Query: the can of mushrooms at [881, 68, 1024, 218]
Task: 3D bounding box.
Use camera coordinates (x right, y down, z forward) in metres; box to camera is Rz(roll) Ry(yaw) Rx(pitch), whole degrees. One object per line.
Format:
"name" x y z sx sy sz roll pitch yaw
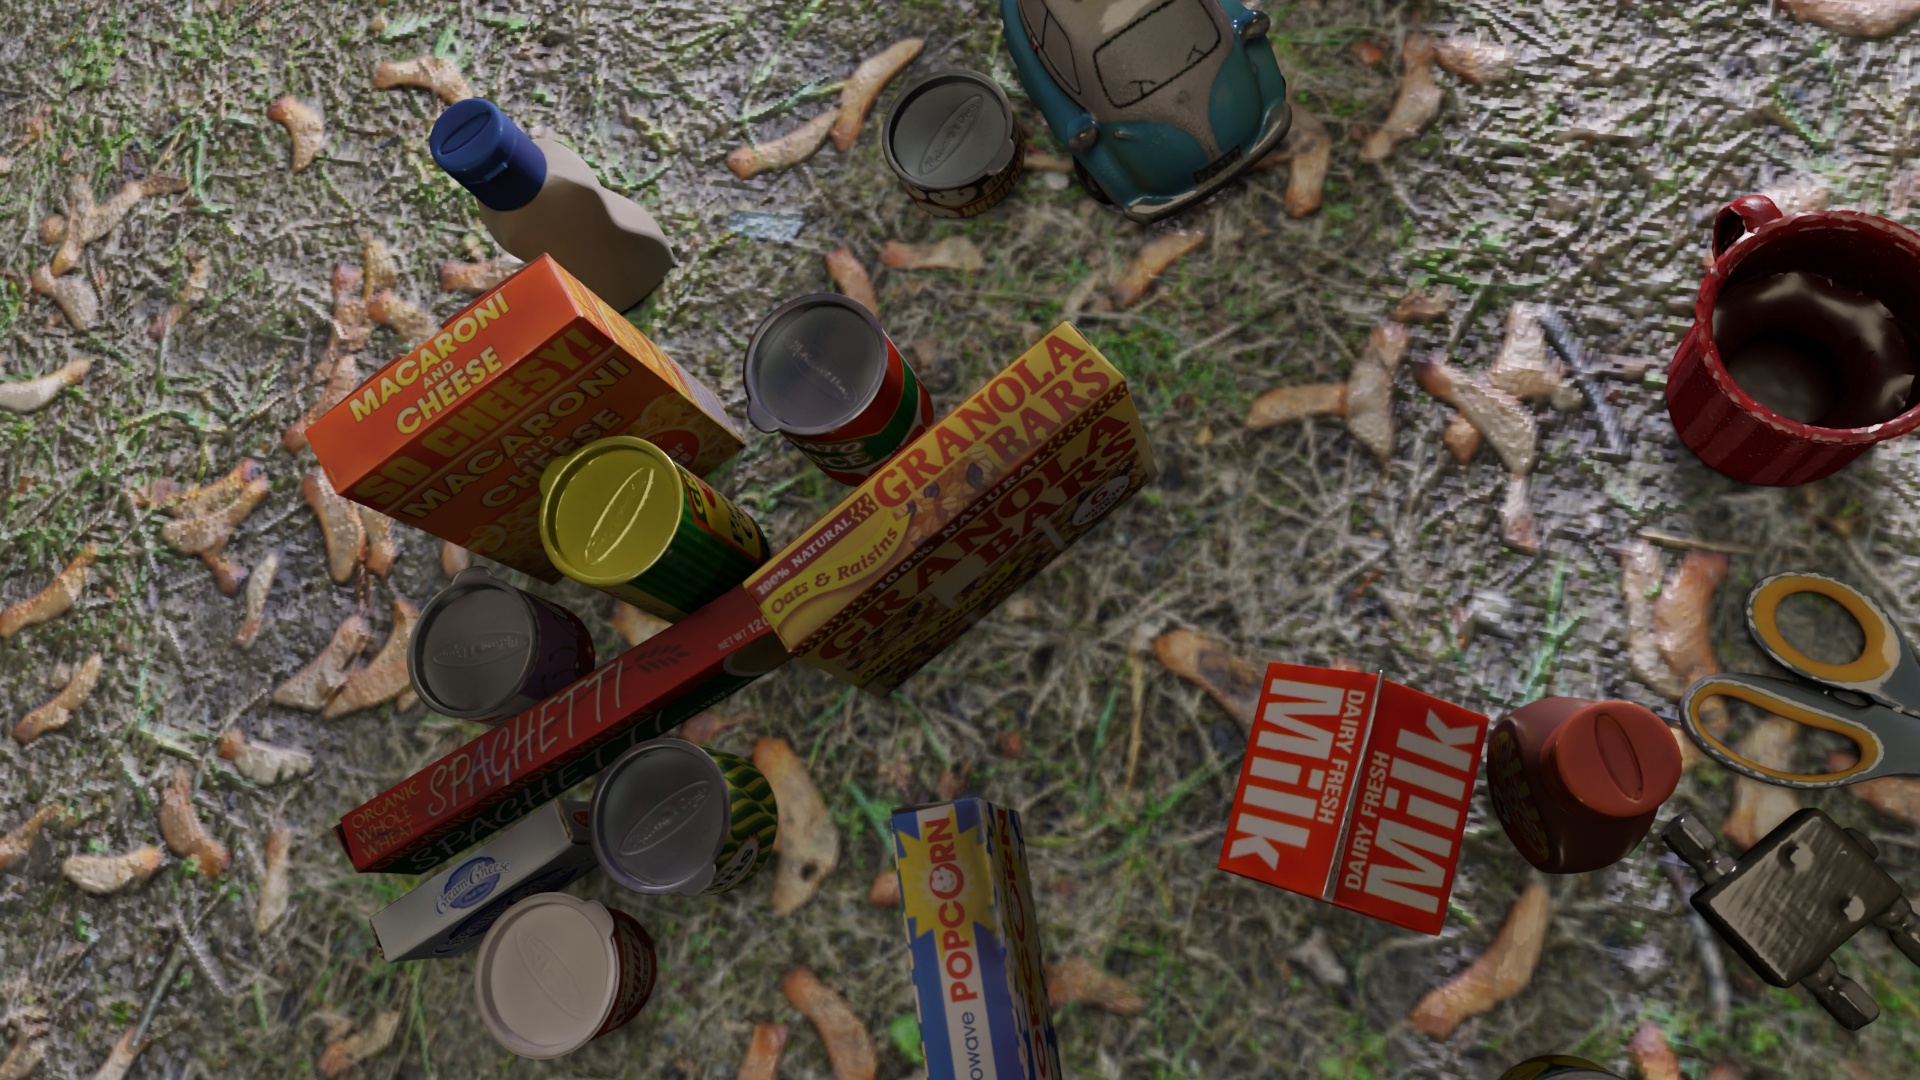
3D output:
"can of mushrooms" -0.001 -0.195 0.689 0.071 0.033 0.071 -4 74 13

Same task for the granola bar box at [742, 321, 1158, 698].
"granola bar box" 0.002 -0.007 0.588 0.165 0.124 0.039 -39 70 1

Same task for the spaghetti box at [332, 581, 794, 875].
"spaghetti box" -0.170 0.085 0.645 0.250 0.050 0.029 -30 70 4

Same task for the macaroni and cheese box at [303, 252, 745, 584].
"macaroni and cheese box" -0.186 -0.047 0.623 0.124 0.166 0.040 -36 70 3

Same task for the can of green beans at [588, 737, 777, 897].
"can of green beans" -0.122 0.124 0.618 0.071 0.057 0.071 -4 74 13

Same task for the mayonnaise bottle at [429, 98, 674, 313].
"mayonnaise bottle" -0.195 -0.157 0.666 0.065 0.148 0.041 -37 70 2

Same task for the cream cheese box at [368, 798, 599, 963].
"cream cheese box" -0.209 0.156 0.633 0.104 0.053 0.024 -33 70 4

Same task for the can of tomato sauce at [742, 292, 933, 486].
"can of tomato sauce" -0.055 -0.065 0.640 0.071 0.083 0.071 -4 75 13

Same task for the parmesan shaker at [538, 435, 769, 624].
"parmesan shaker" -0.137 -0.002 0.632 0.071 0.103 0.071 -4 75 13

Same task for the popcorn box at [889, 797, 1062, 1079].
"popcorn box" 0.008 0.171 0.558 0.038 0.085 0.127 -13 72 11

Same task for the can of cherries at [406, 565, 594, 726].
"can of cherries" -0.216 0.053 0.661 0.071 0.058 0.071 -4 74 13

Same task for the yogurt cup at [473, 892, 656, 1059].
"yogurt cup" -0.171 0.191 0.614 0.072 0.054 0.072 -4 74 13

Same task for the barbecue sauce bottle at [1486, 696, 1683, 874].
"barbecue sauce bottle" 0.220 0.084 0.495 0.043 0.148 0.065 -17 72 9

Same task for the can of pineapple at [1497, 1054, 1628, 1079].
"can of pineapple" 0.223 0.223 0.504 0.071 0.057 0.071 -4 74 13

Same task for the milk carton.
"milk carton" 0.137 0.093 0.491 0.073 0.190 0.072 14 79 17
